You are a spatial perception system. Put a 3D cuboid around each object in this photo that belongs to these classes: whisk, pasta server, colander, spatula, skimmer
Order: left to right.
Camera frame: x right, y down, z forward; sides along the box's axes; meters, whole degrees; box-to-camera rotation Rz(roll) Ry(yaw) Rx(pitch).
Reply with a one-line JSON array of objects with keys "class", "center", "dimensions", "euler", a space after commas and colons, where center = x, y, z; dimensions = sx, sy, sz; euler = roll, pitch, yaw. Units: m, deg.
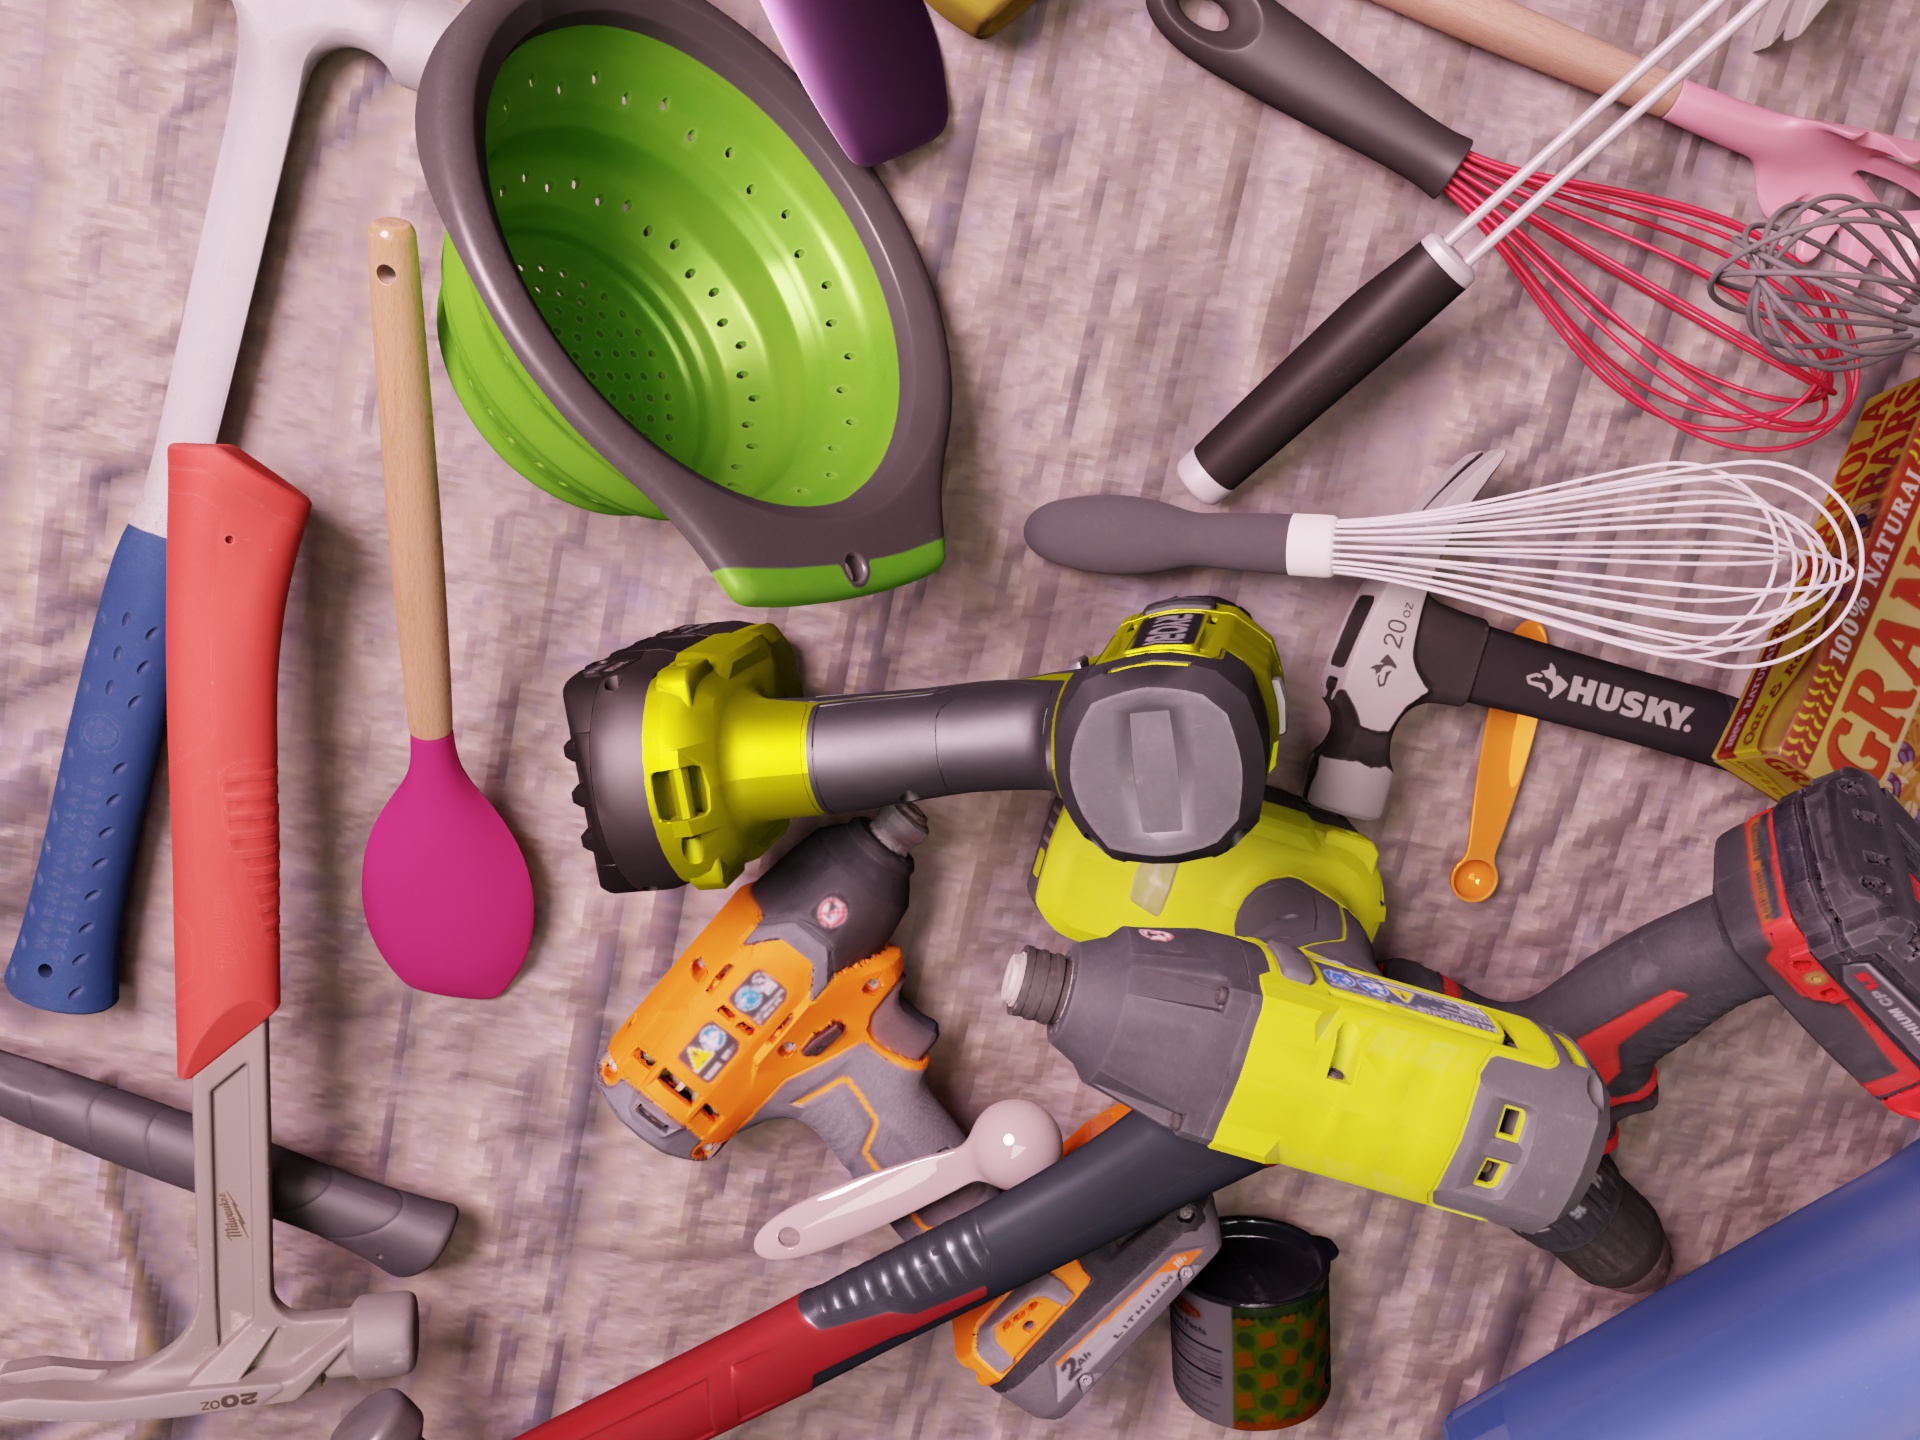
[{"class": "colander", "center": [-0.133, -0.211, 0.537], "dimensions": [0.094, 0.204, 0.397], "euler": [-24, 86, 38]}, {"class": "spatula", "center": [-0.092, -0.342, 0.547], "dimensions": [0.060, 0.018, 0.316], "euler": [-34, 100, -22]}, {"class": "whisk", "center": [0.157, -0.059, 0.561], "dimensions": [0.285, 0.070, 0.070], "euler": [5, 103, 22]}, {"class": "whisk", "center": [0.194, -0.189, 0.573], "dimensions": [0.296, 0.073, 0.073], "euler": [32, 100, -1]}, {"class": "pasta server", "center": [0.230, -0.229, 0.572], "dimensions": [0.316, 0.060, 0.040], "euler": [21, 66, -3]}, {"class": "skimmer", "center": [0.201, -0.178, 0.491], "dimensions": [0.127, 0.090, 0.363], "euler": [41, 121, -13]}, {"class": "whisk", "center": [0.332, -0.138, 0.539], "dimensions": [0.238, 0.055, 0.055], "euler": [-1, 105, -36]}]

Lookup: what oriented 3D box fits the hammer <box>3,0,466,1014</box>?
[{"class": "hammer", "center": [-0.299, -0.082, 0.591], "dimensions": [0.144, 0.035, 0.405], "euler": [18, 101, -6]}]

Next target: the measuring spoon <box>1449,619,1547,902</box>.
[{"class": "measuring spoon", "center": [0.216, 0.016, 0.640], "dimensions": [0.021, 0.011, 0.117], "euler": [9, 98, -6]}]

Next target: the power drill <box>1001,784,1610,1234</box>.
[{"class": "power drill", "center": [0.093, 0.079, 0.539], "dimensions": [0.171, 0.223, 0.080], "euler": [17, 101, -5]}]

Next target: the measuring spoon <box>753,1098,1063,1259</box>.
[{"class": "measuring spoon", "center": [-0.021, 0.174, 0.583], "dimensions": [0.124, 0.018, 0.034], "euler": [-24, 94, 7]}]

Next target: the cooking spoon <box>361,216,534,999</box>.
[{"class": "cooking spoon", "center": [-0.190, -0.018, 0.564], "dimensions": [0.069, 0.017, 0.318], "euler": [8, 123, 0]}]

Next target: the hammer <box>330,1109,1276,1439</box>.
[{"class": "hammer", "center": [-0.047, 0.238, 0.585], "dimensions": [0.386, 0.038, 0.143], "euler": [-31, 109, 15]}]

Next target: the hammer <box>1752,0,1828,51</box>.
[{"class": "hammer", "center": [0.482, -0.178, 0.591], "dimensions": [0.410, 0.038, 0.146], "euler": [40, 100, -9]}]

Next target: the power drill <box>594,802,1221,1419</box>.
[{"class": "power drill", "center": [-0.008, 0.146, 0.627], "dimensions": [0.226, 0.084, 0.164], "euler": [39, 98, -5]}]

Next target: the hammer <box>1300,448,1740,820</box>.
[{"class": "hammer", "center": [0.309, 0.002, 0.621], "dimensions": [0.334, 0.035, 0.146], "euler": [14, 95, -6]}]

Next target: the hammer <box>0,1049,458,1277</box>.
[{"class": "hammer", "center": [-0.392, 0.128, 0.614], "dimensions": [0.408, 0.036, 0.149], "euler": [25, 132, -11]}]

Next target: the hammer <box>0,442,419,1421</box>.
[{"class": "hammer", "center": [-0.276, 0.081, 0.578], "dimensions": [0.149, 0.037, 0.359], "euler": [0, 100, -16]}]

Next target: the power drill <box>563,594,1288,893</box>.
[{"class": "power drill", "center": [-0.001, -0.002, 0.556], "dimensions": [0.228, 0.190, 0.080], "euler": [-5, 103, 14]}]

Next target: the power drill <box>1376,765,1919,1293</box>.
[{"class": "power drill", "center": [0.273, 0.134, 0.597], "dimensions": [0.187, 0.080, 0.226], "euler": [42, 129, -16]}]
